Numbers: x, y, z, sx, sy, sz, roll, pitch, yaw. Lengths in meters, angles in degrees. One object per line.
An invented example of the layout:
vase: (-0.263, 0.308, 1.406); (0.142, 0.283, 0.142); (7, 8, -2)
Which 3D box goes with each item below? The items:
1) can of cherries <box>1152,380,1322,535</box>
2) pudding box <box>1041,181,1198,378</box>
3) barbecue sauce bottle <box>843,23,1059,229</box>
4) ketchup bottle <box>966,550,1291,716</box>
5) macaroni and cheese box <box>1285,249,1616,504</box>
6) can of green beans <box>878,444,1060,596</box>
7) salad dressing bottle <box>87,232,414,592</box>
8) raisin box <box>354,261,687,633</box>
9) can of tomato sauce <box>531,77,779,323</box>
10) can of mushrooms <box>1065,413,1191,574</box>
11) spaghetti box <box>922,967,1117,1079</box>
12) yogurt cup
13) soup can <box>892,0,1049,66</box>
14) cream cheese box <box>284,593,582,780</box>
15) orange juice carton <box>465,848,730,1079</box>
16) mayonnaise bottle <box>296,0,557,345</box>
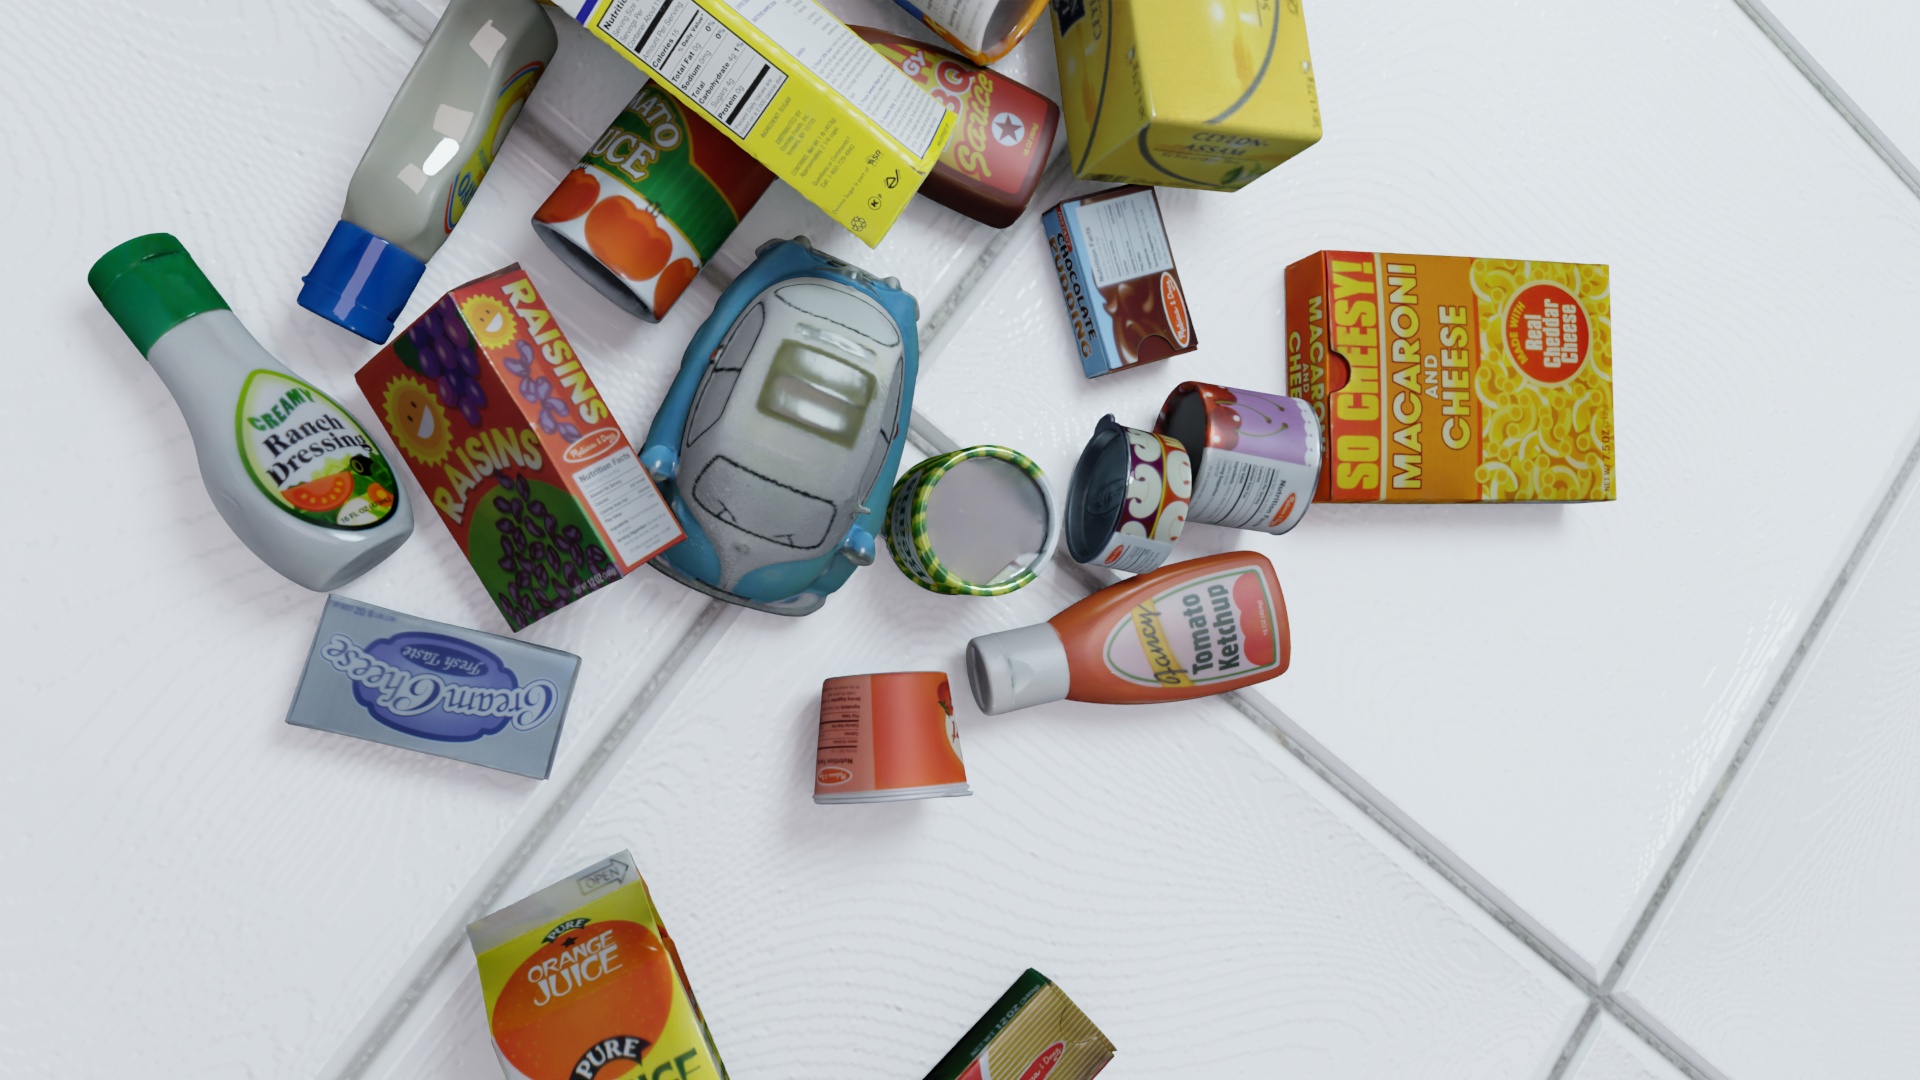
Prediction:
can of cherries: (0.127, -0.040, 0.653); (0.058, 0.071, 0.071); (7, 87, -15)
pudding box: (0.075, -0.122, 0.656); (0.050, 0.030, 0.083); (-18, 93, -18)
barbecue sauce bottle: (-0.032, -0.197, 0.620); (0.148, 0.043, 0.065); (22, 75, -14)
ketchup bottle: (0.078, 0.048, 0.645); (0.149, 0.043, 0.064); (-11, 92, -16)
macaroni and cheese box: (0.249, -0.080, 0.701); (0.167, 0.040, 0.123); (-1, 88, -17)
can of green beans: (0.004, -0.008, 0.617); (0.071, 0.058, 0.071); (0, 88, -16)
salad dressing bottle: (-0.276, -0.050, 0.540); (0.147, 0.043, 0.064); (53, 38, -3)
raisin box: (-0.175, -0.034, 0.549); (0.040, 0.086, 0.123); (-39, 101, -48)
can of tomato sauce: (-0.128, -0.143, 0.577); (0.071, 0.071, 0.083); (38, 79, -12)
can of mushrooms: (0.076, -0.021, 0.635); (0.033, 0.071, 0.071); (12, 85, -16)
spaghetti box: (-0.036, 0.298, 0.611); (0.251, 0.028, 0.050); (-43, 100, -13)
yogurt cup: (-0.031, 0.085, 0.602); (0.072, 0.072, 0.054); (-1, 81, -16)
soup can: (-0.003, -0.260, 0.608); (0.084, 0.071, 0.071); (39, 78, 7)
cream cheese box: (-0.213, 0.060, 0.569); (0.104, 0.024, 0.053); (16, 84, -15)
orange juice carton: (-0.128, 0.227, 0.554); (0.072, 0.073, 0.193); (-23, 83, -15)
mayonnaise bottle: (-0.213, -0.151, 0.557); (0.041, 0.065, 0.148); (27, 85, -11)
